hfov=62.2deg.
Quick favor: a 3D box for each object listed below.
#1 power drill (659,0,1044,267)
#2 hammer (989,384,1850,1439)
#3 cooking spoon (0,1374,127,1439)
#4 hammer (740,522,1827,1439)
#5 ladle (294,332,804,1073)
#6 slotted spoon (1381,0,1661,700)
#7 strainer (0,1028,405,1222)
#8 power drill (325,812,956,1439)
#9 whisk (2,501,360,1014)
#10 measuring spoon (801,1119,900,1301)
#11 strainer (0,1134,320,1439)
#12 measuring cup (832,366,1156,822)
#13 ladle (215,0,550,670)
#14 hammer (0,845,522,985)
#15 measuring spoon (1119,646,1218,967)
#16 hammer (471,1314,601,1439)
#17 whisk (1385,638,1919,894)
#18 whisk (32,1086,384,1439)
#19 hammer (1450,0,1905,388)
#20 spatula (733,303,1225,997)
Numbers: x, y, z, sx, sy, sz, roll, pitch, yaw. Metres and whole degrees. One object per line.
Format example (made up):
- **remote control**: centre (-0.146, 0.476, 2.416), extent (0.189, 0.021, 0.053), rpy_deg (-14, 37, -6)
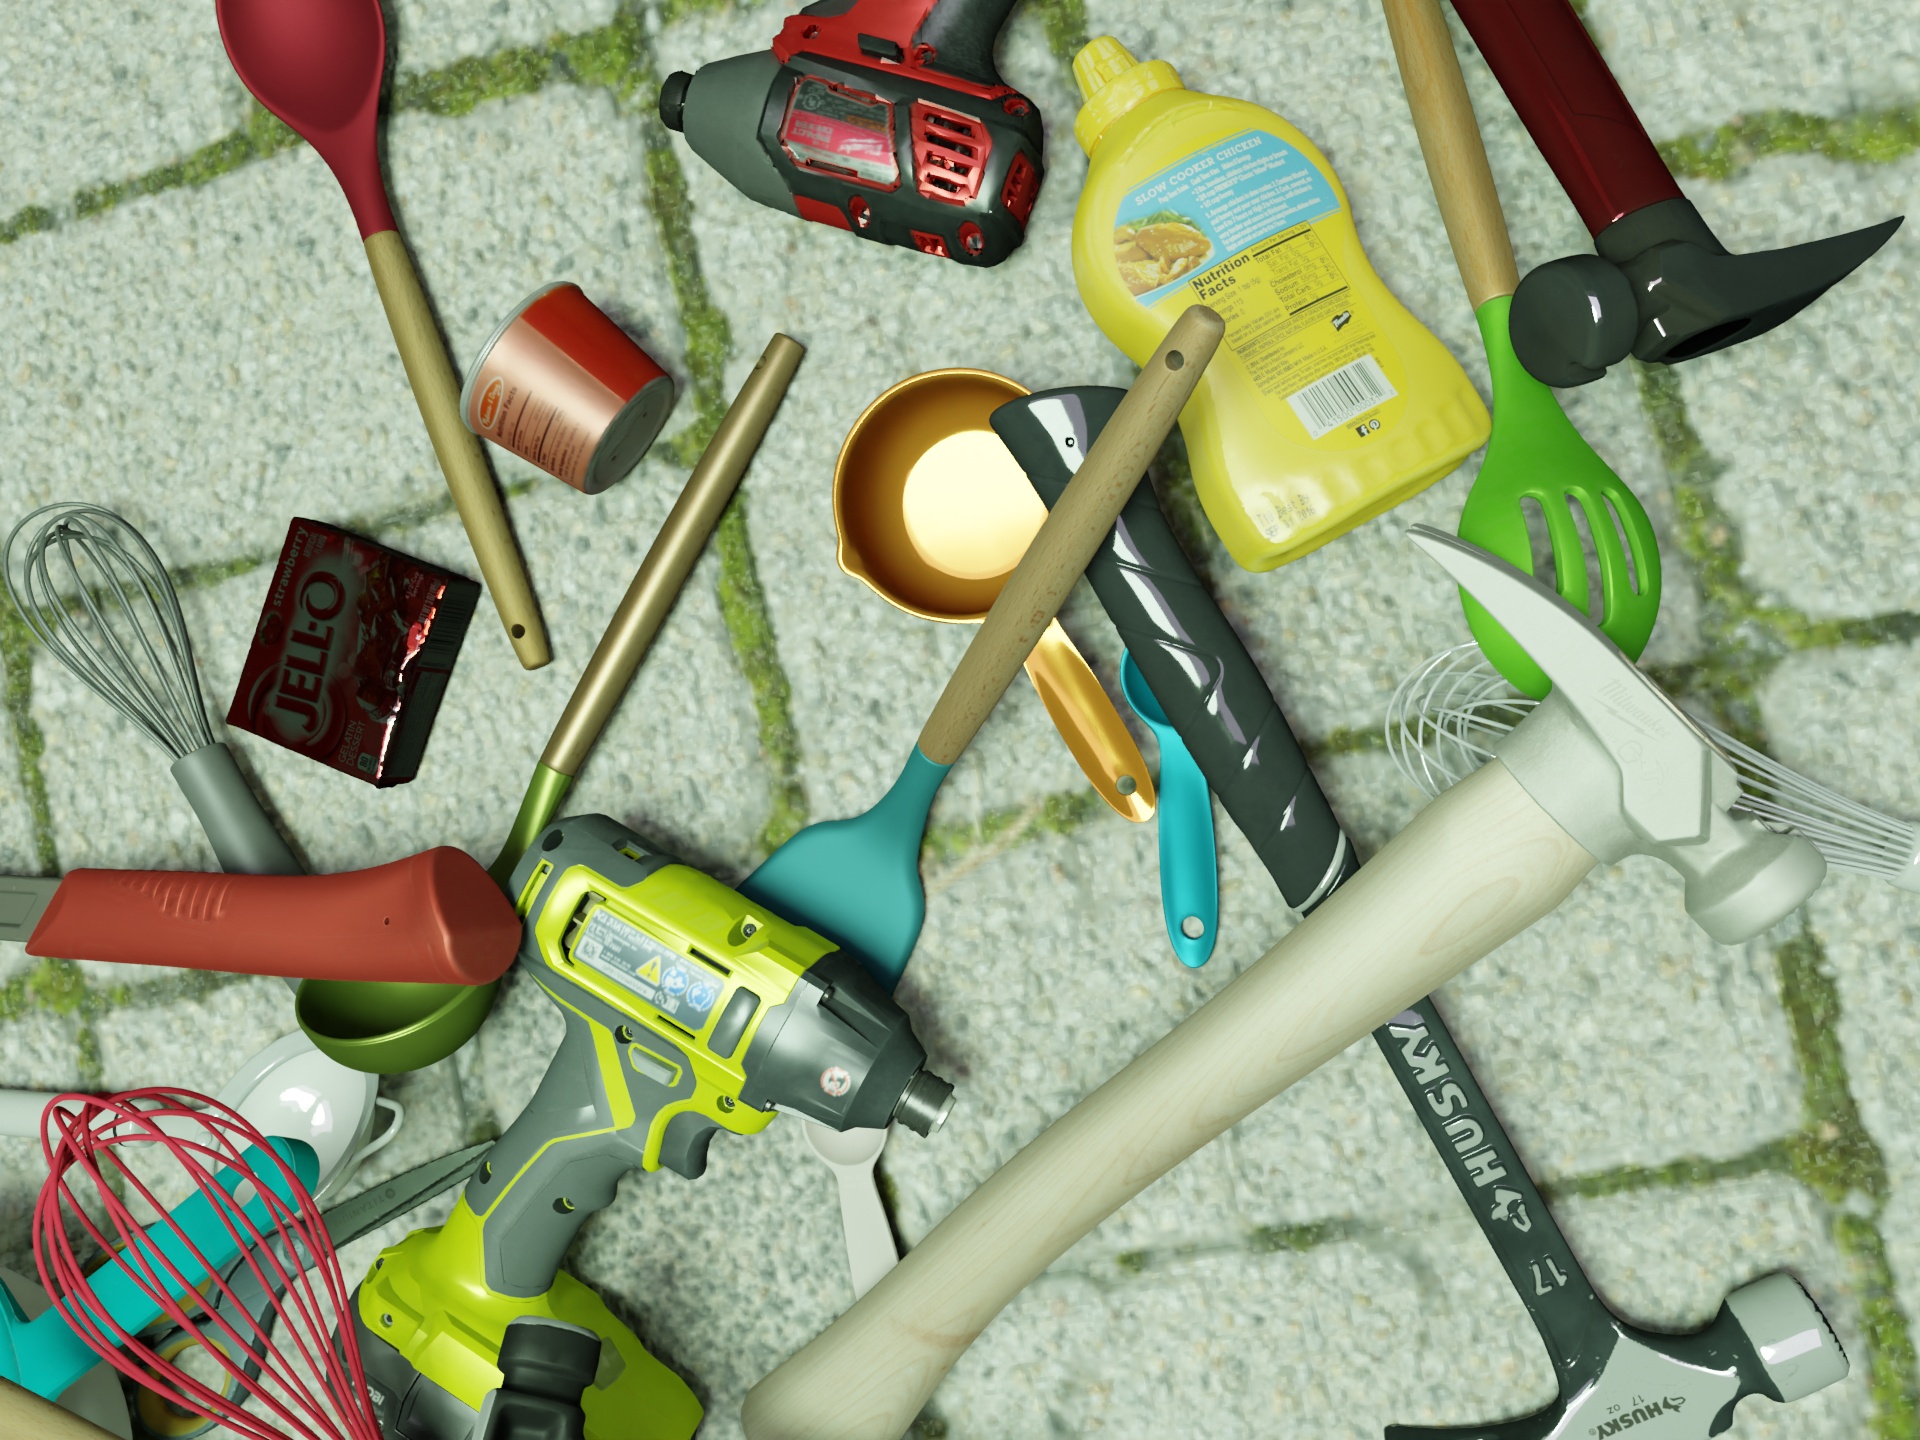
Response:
- **power drill**: centre (-0.019, -0.284, 0.569), extent (0.143, 0.078, 0.219), rpy_deg (18, 96, 12)
- **hammer**: centre (0.124, 0.070, 0.526), extent (0.149, 0.036, 0.409), rpy_deg (-30, 92, 12)
- **cooking spoon**: centre (-0.217, 0.298, 0.550), extent (0.318, 0.017, 0.069), rpy_deg (44, 83, -23)
- **hammer**: centre (0.056, 0.122, 0.517), extent (0.146, 0.038, 0.410), rpy_deg (47, 112, 7)
- **ladle**: centre (-0.150, -0.009, 0.601), extent (0.078, 0.062, 0.320), rpy_deg (31, 92, 47)
- **slotted spoon**: centre (0.168, -0.159, 0.522), extent (0.070, 0.031, 0.314), rpy_deg (-6, 74, -12)
- **strainer**: centre (-0.322, 0.162, 0.641), extent (0.258, 0.050, 0.087), rpy_deg (-1, 52, 18)
- **power drill**: centre (-0.116, 0.168, 0.571), extent (0.171, 0.080, 0.223), rpy_deg (29, 98, 10)
- **whisk**: centre (-0.308, 0.017, 0.638), extent (0.055, 0.055, 0.239), rpy_deg (-32, 87, 9)
- **measuring spoon**: centre (-0.032, 0.192, 0.596), extent (0.034, 0.018, 0.124), rpy_deg (-10, 94, 19)
- **strainer**: centre (-0.342, 0.263, 0.600), extent (0.340, 0.095, 0.211), rpy_deg (-38, 60, 9)
- **measuring cup**: centre (0.023, -0.042, 0.569), extent (0.095, 0.052, 0.173), rpy_deg (-30, 91, 9)
- **ladle**: centre (-0.221, -0.168, 0.632), extent (0.069, 0.031, 0.315), rpy_deg (-21, 87, 13)
- **hammer**: centre (-0.318, 0.084, 0.603), extent (0.359, 0.036, 0.149), rpy_deg (0, 88, 26)
- **measuring spoon**: centre (0.083, 0.025, 0.575), extent (0.042, 0.021, 0.128), rpy_deg (-1, 98, 20)
- **hammer**: centre (0.005, 0.286, 0.510), extent (0.336, 0.034, 0.127), rpy_deg (14, 56, -10)
- **whisk**: centre (0.278, 0.036, 0.515), extent (0.284, 0.070, 0.070), rpy_deg (17, 93, 6)
- **whisk**: centre (-0.198, 0.230, 0.510), extent (0.073, 0.073, 0.295), rpy_deg (-20, 113, 11)
- **hammer**: centre (0.166, -0.293, 0.535), extent (0.143, 0.038, 0.386), rpy_deg (-19, 76, -22)
- **spatula**: centre (-0.001, -0.002, 0.530), extent (0.082, 0.044, 0.317), rpy_deg (38, 128, 9)
